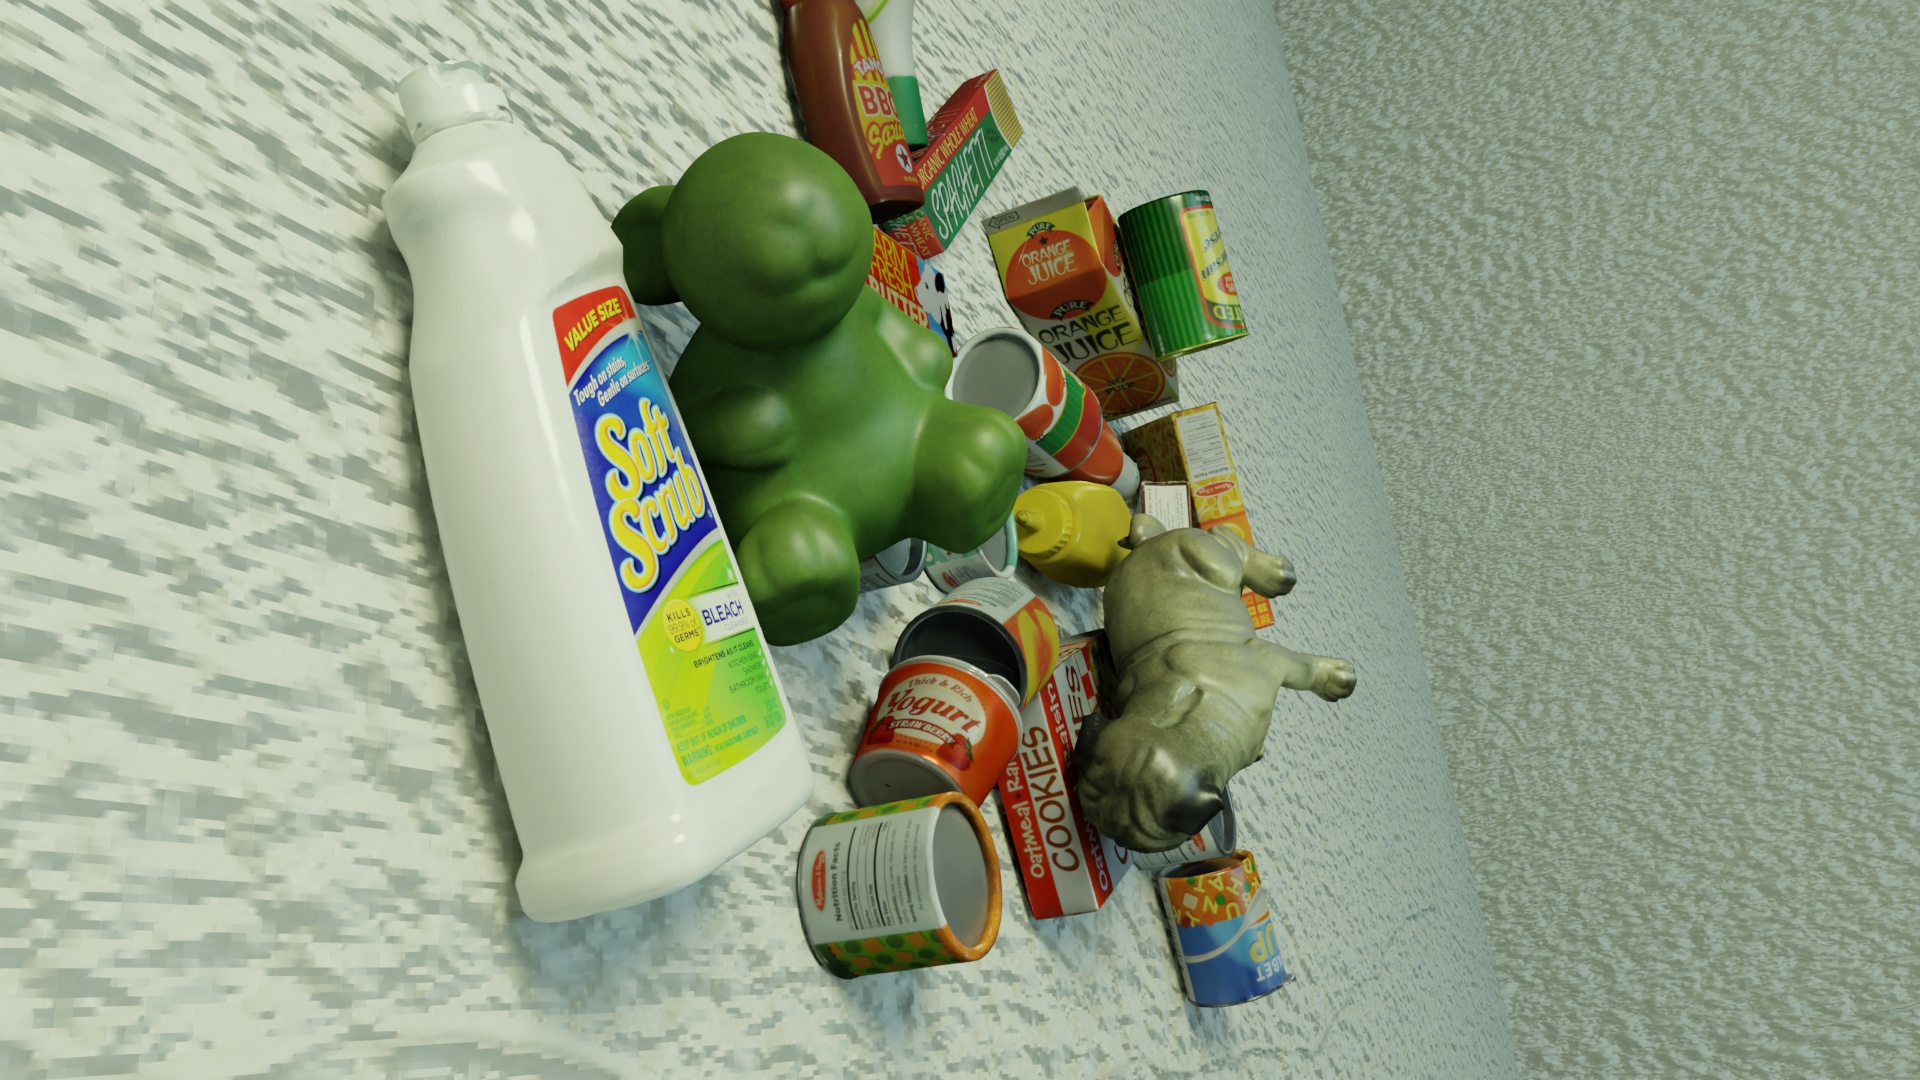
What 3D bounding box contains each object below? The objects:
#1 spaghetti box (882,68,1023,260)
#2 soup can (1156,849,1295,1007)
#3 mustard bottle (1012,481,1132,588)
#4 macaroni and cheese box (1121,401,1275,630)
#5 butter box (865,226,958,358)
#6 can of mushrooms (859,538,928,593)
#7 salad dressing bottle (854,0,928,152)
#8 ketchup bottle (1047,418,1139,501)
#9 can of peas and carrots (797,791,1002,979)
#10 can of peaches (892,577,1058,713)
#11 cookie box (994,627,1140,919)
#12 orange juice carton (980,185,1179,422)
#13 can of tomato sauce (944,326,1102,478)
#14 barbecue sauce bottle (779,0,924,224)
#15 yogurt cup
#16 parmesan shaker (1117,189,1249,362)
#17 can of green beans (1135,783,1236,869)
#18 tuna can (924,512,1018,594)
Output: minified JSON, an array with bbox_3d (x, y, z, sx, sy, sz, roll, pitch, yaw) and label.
[{"bbox_3d":[-0.004,-0.239,0.869,0.050,0.028,0.251,63,25,-24],"label":"spaghetti box"},{"bbox_3d":[0.172,0.250,0.904,0.071,0.071,0.084,-9,84,-67],"label":"soup can"},{"bbox_3d":[0.064,-0.007,0.850,0.160,0.048,0.065,14,63,-63],"label":"mustard bottle"},{"bbox_3d":[0.176,-0.012,1.049,0.123,0.040,0.166,162,-87,-80],"label":"macaroni and cheese box"},{"bbox_3d":[-0.037,-0.129,0.730,0.103,0.024,0.053,17,60,-64],"label":"butter box"},{"bbox_3d":[-0.044,-0.012,0.627,0.071,0.033,0.071,44,38,-49],"label":"can of mushrooms"},{"bbox_3d":[-0.048,-0.288,0.764,0.044,0.064,0.147,-45,125,-75],"label":"salad dressing bottle"},{"bbox_3d":[0.079,-0.061,0.925,0.148,0.043,0.065,30,50,-59],"label":"ketchup bottle"},{"bbox_3d":[-0.021,0.137,0.552,0.070,0.058,0.071,45,37,-49],"label":"can of peas and carrots"},{"bbox_3d":[0.009,0.058,0.664,0.058,0.071,0.071,-33,106,-67],"label":"can of peaches"},{"bbox_3d":[0.066,0.124,0.785,0.168,0.040,0.123,-18,92,-68],"label":"cookie box"},{"bbox_3d":[0.088,-0.171,0.979,0.192,0.071,0.073,49,34,-46],"label":"orange juice carton"},{"bbox_3d":[0.037,-0.082,0.812,0.083,0.071,0.071,29,50,-59],"label":"can of tomato sauce"},{"bbox_3d":[-0.063,-0.239,0.716,0.065,0.043,0.148,-23,97,-66],"label":"barbecue sauce bottle"},{"bbox_3d":[-0.013,0.092,0.597,0.072,0.072,0.054,63,33,-25],"label":"yogurt cup"},{"bbox_3d":[0.151,-0.180,0.949,0.071,0.071,0.103,-21,95,-67],"label":"parmesan shaker"},{"bbox_3d":[0.140,0.175,0.895,0.071,0.058,0.071,46,36,-48],"label":"can of green beans"},{"bbox_3d":[0.003,-0.009,0.732,0.071,0.033,0.071,45,37,-49],"label":"tuna can"}]
